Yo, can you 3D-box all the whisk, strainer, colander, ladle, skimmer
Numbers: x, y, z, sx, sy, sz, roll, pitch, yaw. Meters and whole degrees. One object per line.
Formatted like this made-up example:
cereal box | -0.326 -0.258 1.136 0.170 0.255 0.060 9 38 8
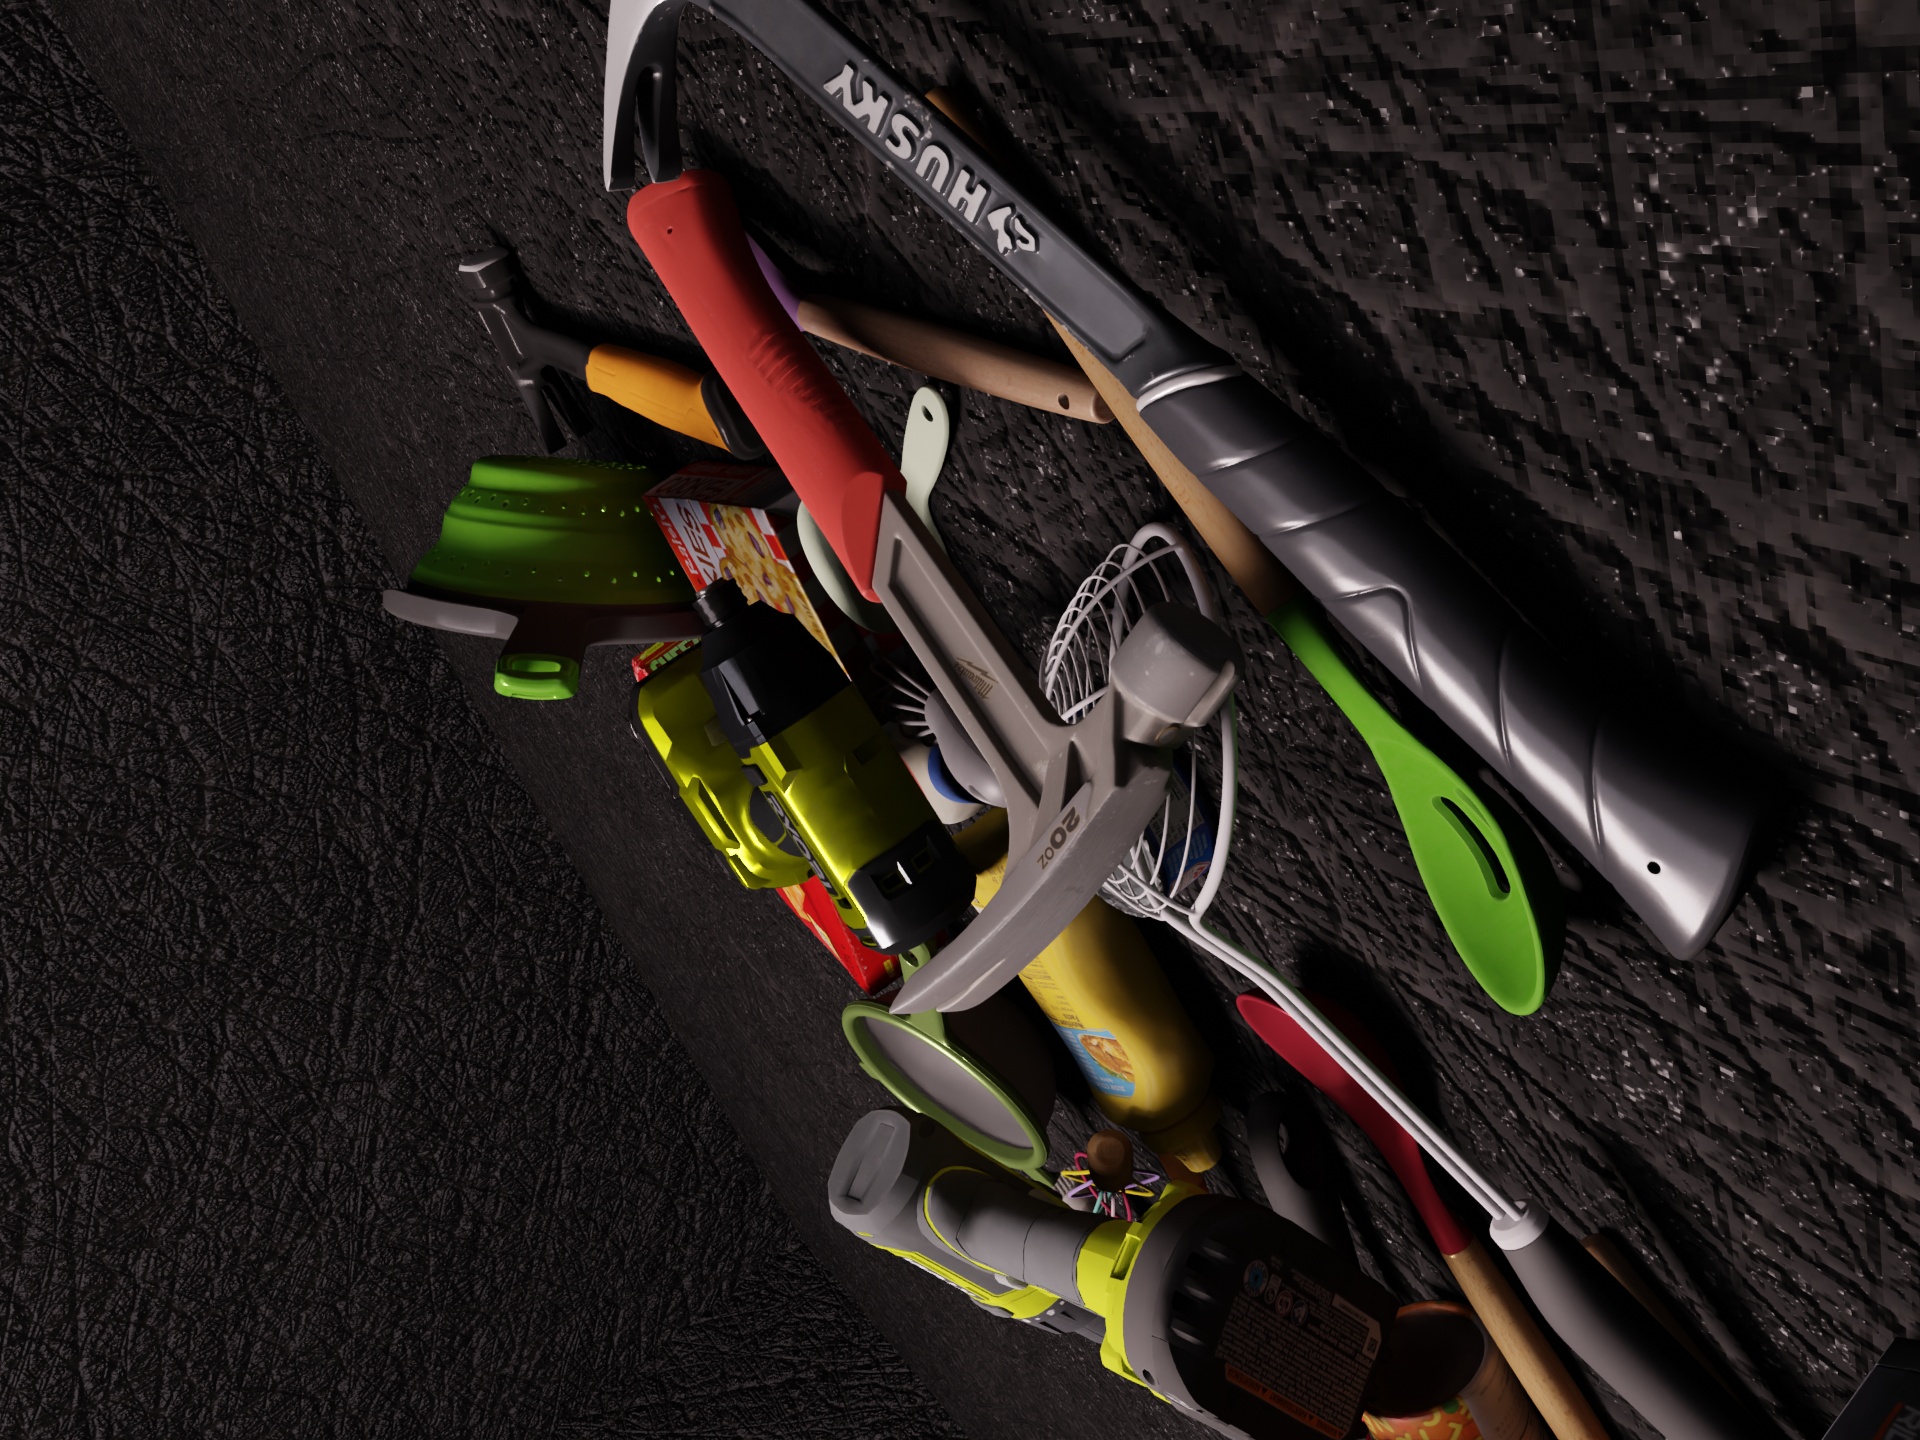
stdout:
whisk | 0.073 0.233 0.814 0.047 0.051 0.244 39 168 17
whisk | 0.187 0.293 0.727 0.073 0.073 0.295 11 127 63
whisk | -0.001 -0.001 0.616 0.055 0.055 0.239 60 178 -13
strainer | 0.000 0.169 0.930 0.151 0.069 0.256 27 149 25
colander | -0.217 -0.090 0.863 0.397 0.204 0.094 -133 47 -74
ladle | 0.205 0.223 0.616 0.315 0.031 0.069 56 163 -7
skimmer | 0.154 0.096 0.510 0.363 0.090 0.127 46 167 1

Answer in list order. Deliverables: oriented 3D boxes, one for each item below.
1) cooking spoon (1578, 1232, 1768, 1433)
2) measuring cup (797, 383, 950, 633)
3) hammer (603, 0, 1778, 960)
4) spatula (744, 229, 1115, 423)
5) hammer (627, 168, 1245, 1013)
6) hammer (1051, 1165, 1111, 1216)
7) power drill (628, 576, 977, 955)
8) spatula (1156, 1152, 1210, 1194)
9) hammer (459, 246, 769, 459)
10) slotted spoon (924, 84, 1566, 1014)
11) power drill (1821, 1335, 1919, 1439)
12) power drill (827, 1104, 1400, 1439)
cooking spoon | 0.307 0.302 0.513 0.319 0.017 0.068 53 141 9
measuring cup | -0.033 -0.087 0.650 0.083 0.038 0.167 52 163 8
hammer | 0.042 -0.096 0.417 0.409 0.036 0.149 46 135 14
spatula | -0.043 -0.153 0.601 0.316 0.018 0.059 33 139 49
hammer | -0.046 -0.078 0.549 0.149 0.036 0.359 -54 49 26
hammer | 0.139 0.344 0.812 0.146 0.038 0.410 49 173 -6
power drill | -0.086 0.016 0.747 0.171 0.080 0.223 58 163 -10
spatula | 0.115 0.214 0.823 0.322 0.041 0.081 62 161 -7
hammer | -0.183 -0.180 0.861 0.337 0.034 0.127 29 147 51
slotted spoon | 0.080 -0.056 0.456 0.314 0.031 0.070 56 173 5
power drill | 0.302 0.255 0.364 0.227 0.084 0.164 36 152 35
power drill | 0.071 0.248 0.698 0.190 0.080 0.228 39 157 -29
